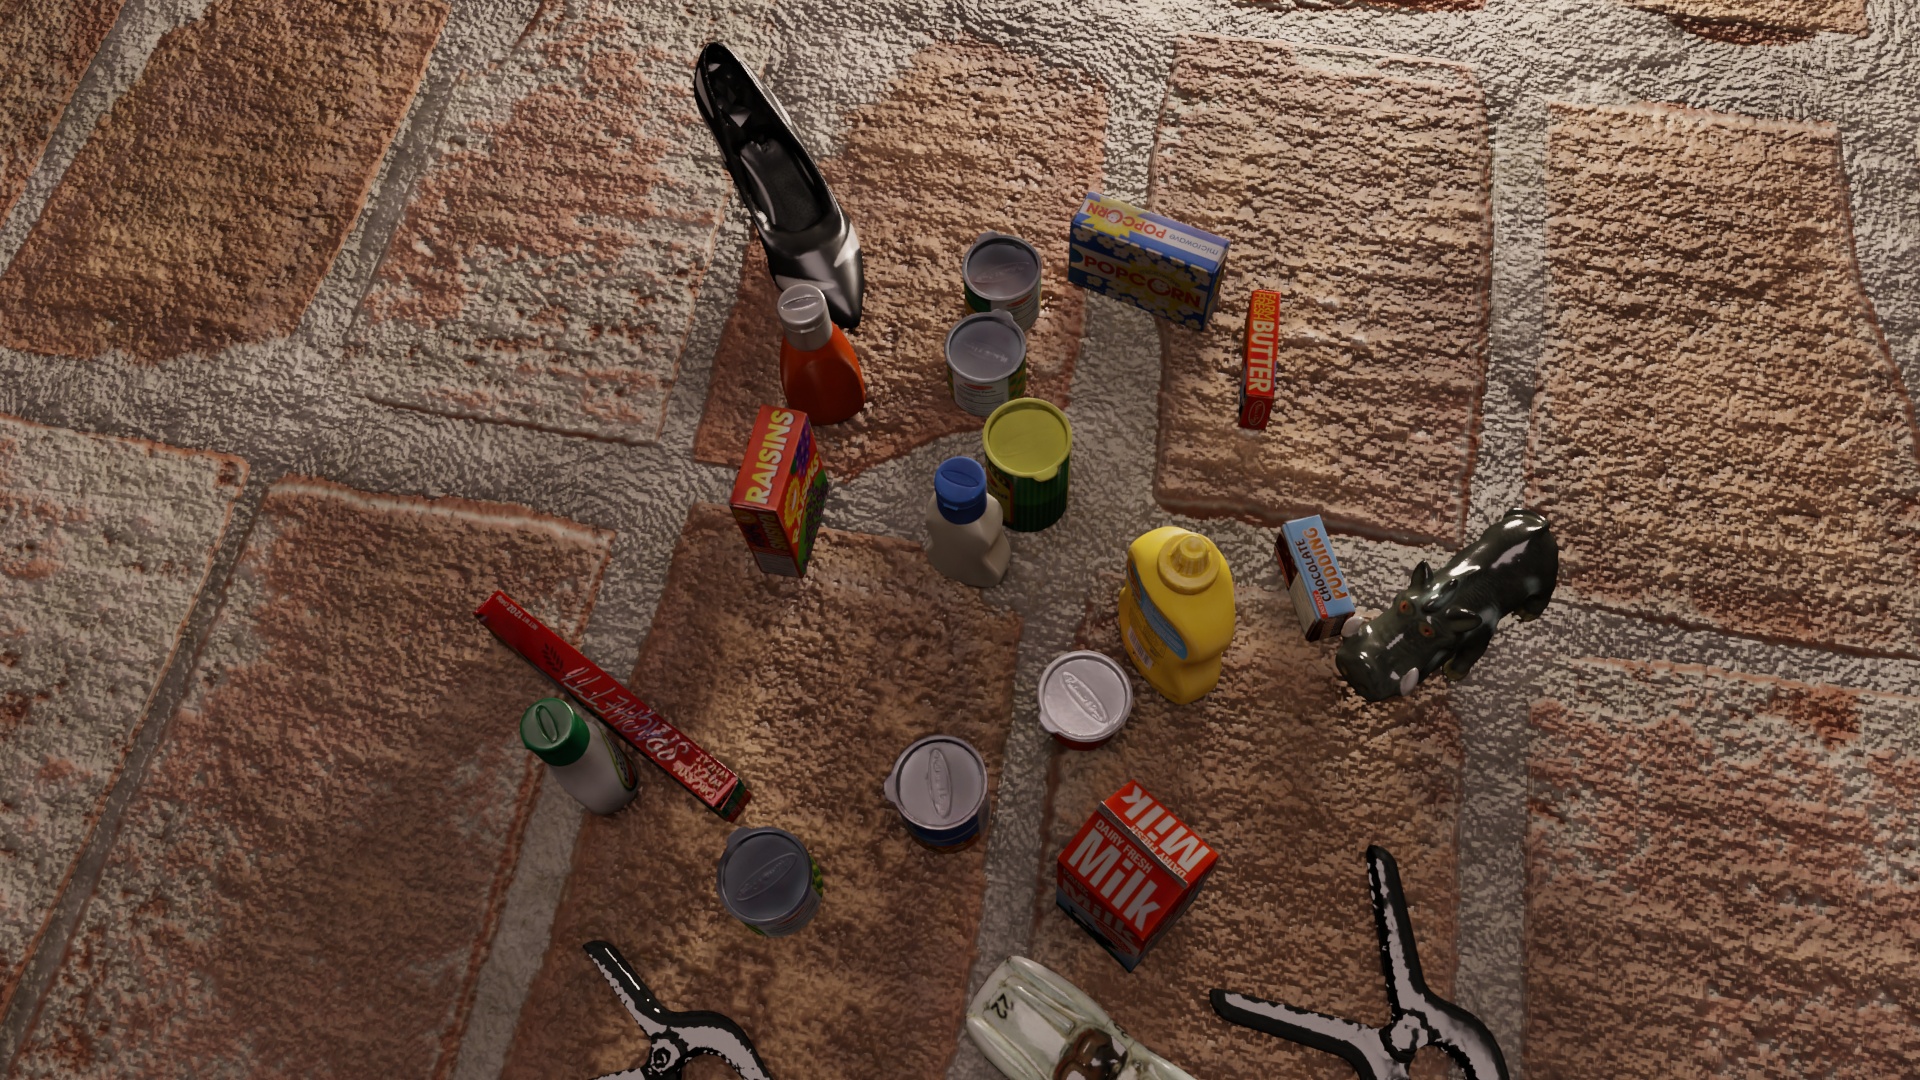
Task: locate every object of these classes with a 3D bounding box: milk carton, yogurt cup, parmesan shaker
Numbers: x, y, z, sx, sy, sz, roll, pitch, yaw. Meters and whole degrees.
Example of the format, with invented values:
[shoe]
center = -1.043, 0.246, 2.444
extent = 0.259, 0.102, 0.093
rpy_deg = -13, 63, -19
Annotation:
[milk carton]
center = 0.111, 0.214, 0.892
extent = 0.072, 0.189, 0.073
rpy_deg = 41, 74, 19
[yogurt cup]
center = 0.090, 0.120, 1.012
extent = 0.072, 0.053, 0.072
rpy_deg = -1, 65, 2
[parmesan shaker]
center = 0.052, -0.053, 1.067
extent = 0.071, 0.102, 0.071
rpy_deg = -1, 66, 2

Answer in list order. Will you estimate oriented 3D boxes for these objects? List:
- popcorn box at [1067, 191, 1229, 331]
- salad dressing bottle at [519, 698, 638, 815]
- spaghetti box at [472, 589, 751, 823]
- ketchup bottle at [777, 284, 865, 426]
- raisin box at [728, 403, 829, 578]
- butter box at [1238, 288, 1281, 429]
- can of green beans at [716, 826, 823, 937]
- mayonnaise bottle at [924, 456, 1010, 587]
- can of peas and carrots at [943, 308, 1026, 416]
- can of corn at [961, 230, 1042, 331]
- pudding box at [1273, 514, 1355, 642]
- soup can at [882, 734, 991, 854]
[popcorn box]
center = 0.155, -0.231, 1.154
extent = 0.127, 0.085, 0.038
rpy_deg = 23, 69, 13
[salad dressing bottle]
center = -0.264, 0.149, 0.964
extent = 0.044, 0.147, 0.064
rpy_deg = -27, 67, -9
[spaghetti box]
center = -0.258, 0.122, 1.030
extent = 0.250, 0.050, 0.029
rpy_deg = 34, 72, 17
[ketchup bottle]
center = -0.114, -0.144, 1.091
extent = 0.065, 0.148, 0.044
rpy_deg = -14, 66, -3
[raisin box]
center = -0.136, -0.035, 1.056
extent = 0.040, 0.123, 0.086
rpy_deg = 11, 67, 8
[butter box]
center = 0.243, -0.147, 1.128
extent = 0.024, 0.053, 0.104
rpy_deg = 6, 66, 6
[can of green beans]
center = -0.131, 0.238, 0.966
extent = 0.071, 0.057, 0.071
rpy_deg = -1, 65, 2
[mayonnaise bottle]
center = 0.004, -0.013, 1.026
extent = 0.065, 0.147, 0.041
rpy_deg = 19, 68, 11
[can of peas and carrots]
center = 0.022, -0.145, 1.135
extent = 0.071, 0.058, 0.071
rpy_deg = -1, 65, 2
[can of corn]
center = 0.034, -0.215, 1.167
extent = 0.071, 0.058, 0.071
rpy_deg = -1, 65, 2
[pudding box]
center = 0.266, 0.028, 1.048
extent = 0.030, 0.049, 0.084
rpy_deg = -13, 65, -3
[soup can]
center = -0.015, 0.179, 0.973
extent = 0.071, 0.083, 0.071
rpy_deg = -1, 65, 2
